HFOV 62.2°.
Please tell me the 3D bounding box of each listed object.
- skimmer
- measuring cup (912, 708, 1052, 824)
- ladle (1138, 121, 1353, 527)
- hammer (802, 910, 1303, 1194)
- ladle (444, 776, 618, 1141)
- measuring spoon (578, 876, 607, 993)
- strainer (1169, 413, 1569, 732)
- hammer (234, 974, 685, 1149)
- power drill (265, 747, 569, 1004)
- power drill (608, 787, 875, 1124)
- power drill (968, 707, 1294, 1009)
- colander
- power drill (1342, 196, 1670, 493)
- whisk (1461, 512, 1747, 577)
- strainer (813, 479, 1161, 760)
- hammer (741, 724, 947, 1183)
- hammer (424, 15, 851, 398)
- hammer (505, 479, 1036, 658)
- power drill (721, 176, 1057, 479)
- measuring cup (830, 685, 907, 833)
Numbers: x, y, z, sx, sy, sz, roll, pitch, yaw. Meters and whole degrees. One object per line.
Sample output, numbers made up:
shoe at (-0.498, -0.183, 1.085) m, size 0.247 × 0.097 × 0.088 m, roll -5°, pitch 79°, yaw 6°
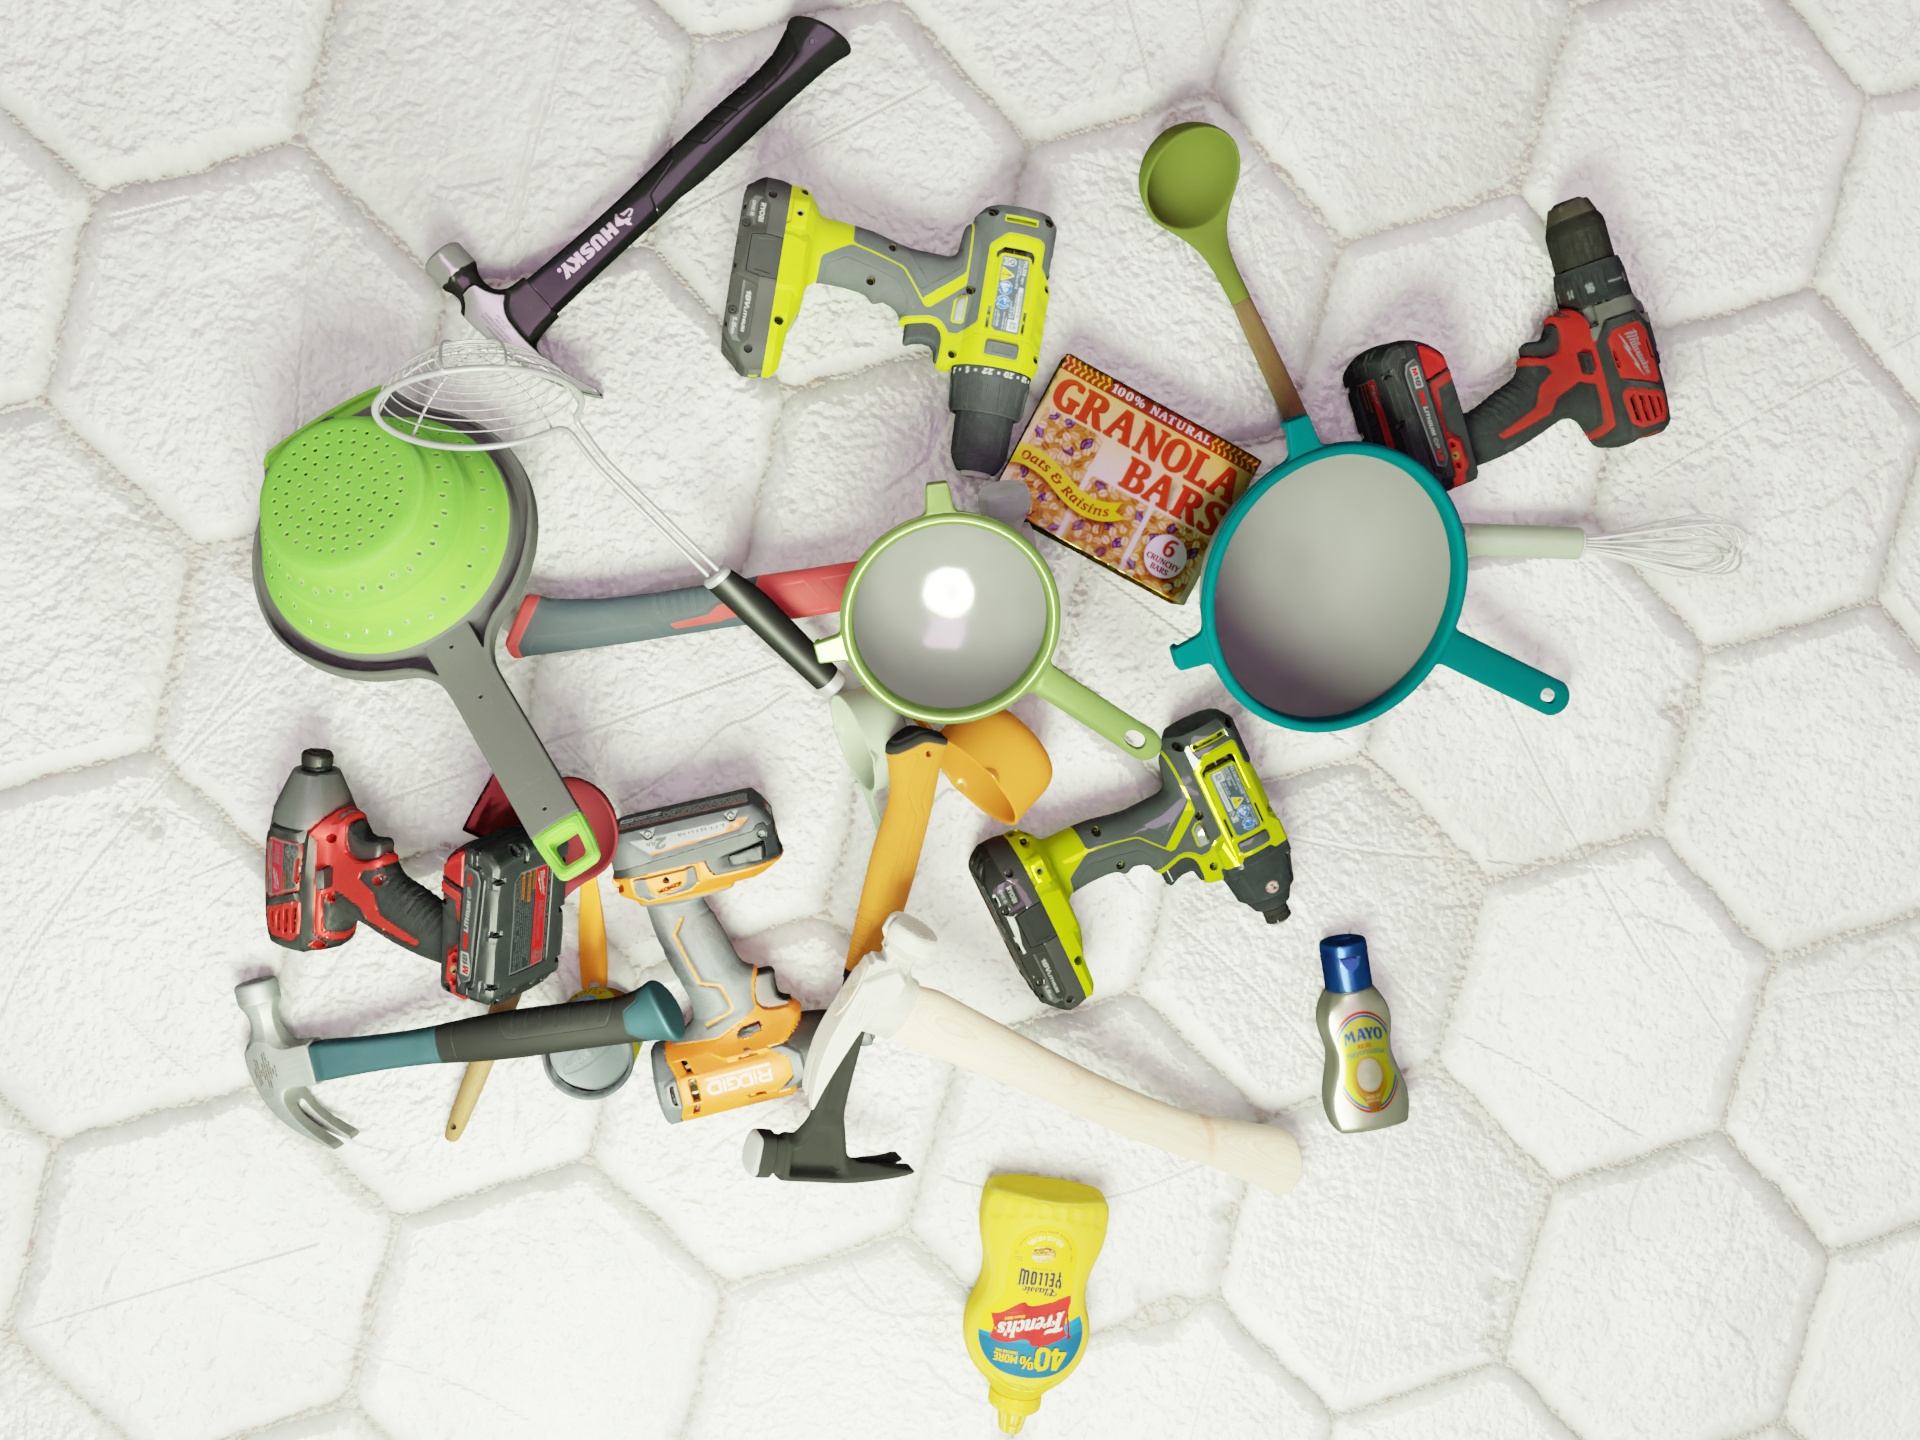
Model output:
skimmer at (-0.217, -0.116, 1.056) m, size 0.363 × 0.127 × 0.090 m, roll 44°, pitch 48°, yaw -26°
measuring cup at (-0.002, -0.004, 1.159) m, size 0.052 × 0.095 × 0.173 m, roll -43°, pitch 96°, yaw -17°
ladle at (0.223, -0.288, 1.178) m, size 0.078 × 0.062 × 0.320 m, roll -28°, pitch 99°, yaw -1°
hammer at (0.084, 0.278, 1.160) m, size 0.410 × 0.038 × 0.146 m, roll 28°, pitch 99°, yaw -24°
ladle at (-0.313, 0.175, 1.134) m, size 0.069 × 0.031 × 0.315 m, roll 29°, pitch 108°, yaw 11°
measuring spoon at (-0.274, 0.155, 1.180) m, size 0.021 × 0.011 × 0.117 m, roll -2°, pitch 95°, yaw -6°
strainer at (0.310, -0.082, 1.192) m, size 0.340 × 0.095 × 0.211 m, roll 22°, pitch 99°, yaw -24°
hammer at (-0.353, 0.225, 1.121) m, size 0.331 × 0.033 × 0.128 m, roll -10°, pitch 95°, yaw 13°
power drill at (-0.384, 0.105, 1.095) m, size 0.220 × 0.078 × 0.143 m, roll 12°, pitch 103°, yaw 21°
power drill at (-0.160, 0.170, 1.161) m, size 0.164 × 0.084 × 0.226 m, roll -13°, pitch 100°, yaw -6°
power drill at (0.134, 0.115, 1.188) m, size 0.223 × 0.080 × 0.171 m, roll -27°, pitch 101°, yaw -6°
colander at (-0.352, -0.071, 1.041) m, size 0.204 × 0.094 × 0.397 m, roll -33°, pitch 74°, yaw -5°
power drill at (0.408, -0.274, 1.189) m, size 0.226 × 0.080 × 0.188 m, roll -19°, pitch 96°, yaw -7°
whisk at (0.483, -0.135, 1.223) m, size 0.246 × 0.059 × 0.058 m, roll 2°, pitch 57°, yaw -2°
strainer at (0.034, -0.052, 1.121) m, size 0.256 × 0.069 × 0.151 m, roll 32°, pitch 105°, yaw -17°
hammer at (-0.058, 0.169, 1.135) m, size 0.127 × 0.034 × 0.337 m, roll 11°, pitch 97°, yaw -28°
hammer at (-0.209, -0.377, 1.136) m, size 0.335 × 0.035 × 0.146 m, roll -43°, pitch 96°, yaw -2°
hammer at (-0.133, -0.075, 1.157) m, size 0.386 × 0.038 × 0.143 m, roll -9°, pitch 116°, yaw -1°
power drill at (-0.052, -0.283, 1.139) m, size 0.228 × 0.080 × 0.190 m, roll 9°, pitch 93°, yaw -9°
measuring cup at (-0.051, 0.051, 1.176) m, size 0.038 × 0.083 × 0.167 m, roll -23°, pitch 113°, yaw -17°
